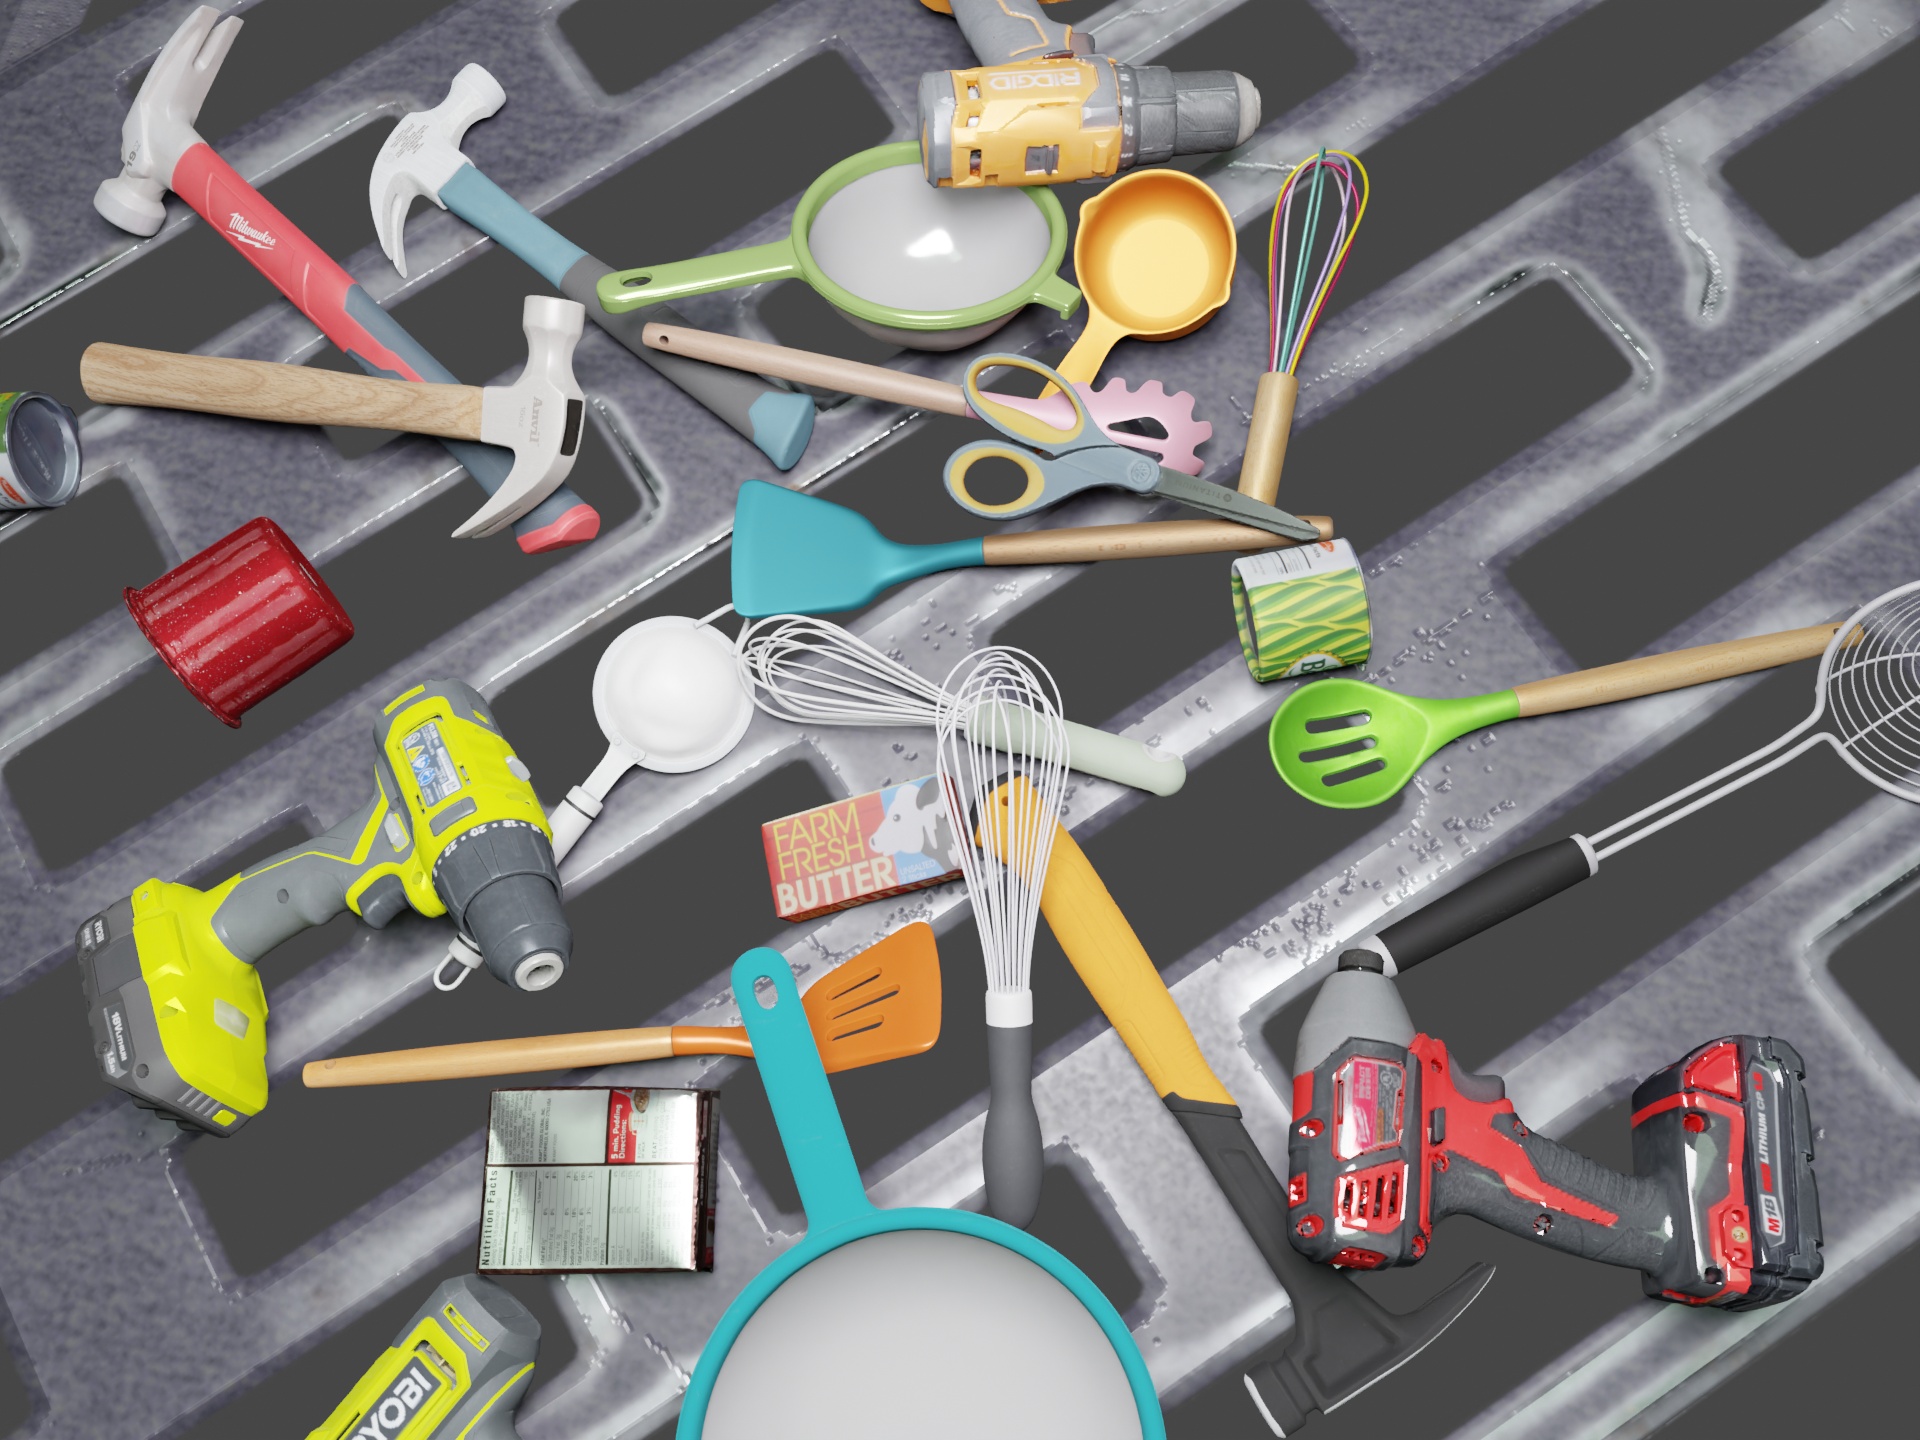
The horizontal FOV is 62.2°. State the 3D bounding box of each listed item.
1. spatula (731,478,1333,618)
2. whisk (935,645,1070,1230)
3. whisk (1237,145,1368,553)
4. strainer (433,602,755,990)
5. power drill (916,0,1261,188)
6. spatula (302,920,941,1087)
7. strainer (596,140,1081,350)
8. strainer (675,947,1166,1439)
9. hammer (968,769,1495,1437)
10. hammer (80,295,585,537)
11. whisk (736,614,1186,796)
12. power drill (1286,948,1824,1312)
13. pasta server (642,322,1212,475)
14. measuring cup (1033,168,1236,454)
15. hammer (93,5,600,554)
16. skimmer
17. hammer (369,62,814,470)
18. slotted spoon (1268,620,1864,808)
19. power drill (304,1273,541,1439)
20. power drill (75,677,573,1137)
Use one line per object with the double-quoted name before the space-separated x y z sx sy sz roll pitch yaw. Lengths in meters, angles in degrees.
"spatula" 0.037 -0.095 0.849 0.317 0.044 0.082 -3 70 10
"whisk" 0.024 0.106 0.770 0.070 0.070 0.284 -2 92 4
"whisk" 0.184 -0.209 0.879 0.047 0.051 0.245 13 79 2
"strainer" -0.193 0.038 0.842 0.087 0.050 0.258 37 83 -1
"power drill" 0.061 -0.394 0.898 0.185 0.084 0.226 -5 61 -4
"spatula" -0.169 0.156 0.794 0.322 0.041 0.081 -6 41 0
"strainer" -0.068 -0.239 0.880 0.256 0.069 0.152 -12 57 -7
"strainer" -0.038 0.271 0.732 0.211 0.095 0.341 -20 73 -3
"hammer" 0.112 0.164 0.782 0.127 0.034 0.337 -32 74 -4
"hammer" -0.358 -0.178 0.888 0.331 0.031 0.130 9 98 19
"whisk" -0.001 -0.003 0.837 0.246 0.058 0.059 16 111 6
"power drill" 0.259 0.185 0.721 0.219 0.078 0.143 8 63 1
"pasta server" -0.020 -0.180 0.870 0.316 0.040 0.060 13 107 6
"measuring cup" 0.087 -0.221 0.891 0.095 0.052 0.173 35 103 6
"hammer" -0.341 -0.242 0.912 0.386 0.038 0.143 42 109 11
"skimmer" 0.368 0.045 0.765 0.363 0.090 0.127 -27 105 -1
"hammer" -0.213 -0.255 0.929 0.331 0.033 0.128 38 80 13
"slotted spoon" 0.311 -0.012 0.820 0.313 0.031 0.070 -12 74 -1
"power drill" -0.210 0.393 0.724 0.223 0.080 0.171 37 80 17
"power drill" -0.306 0.102 0.789 0.228 0.080 0.191 -33 52 -4
